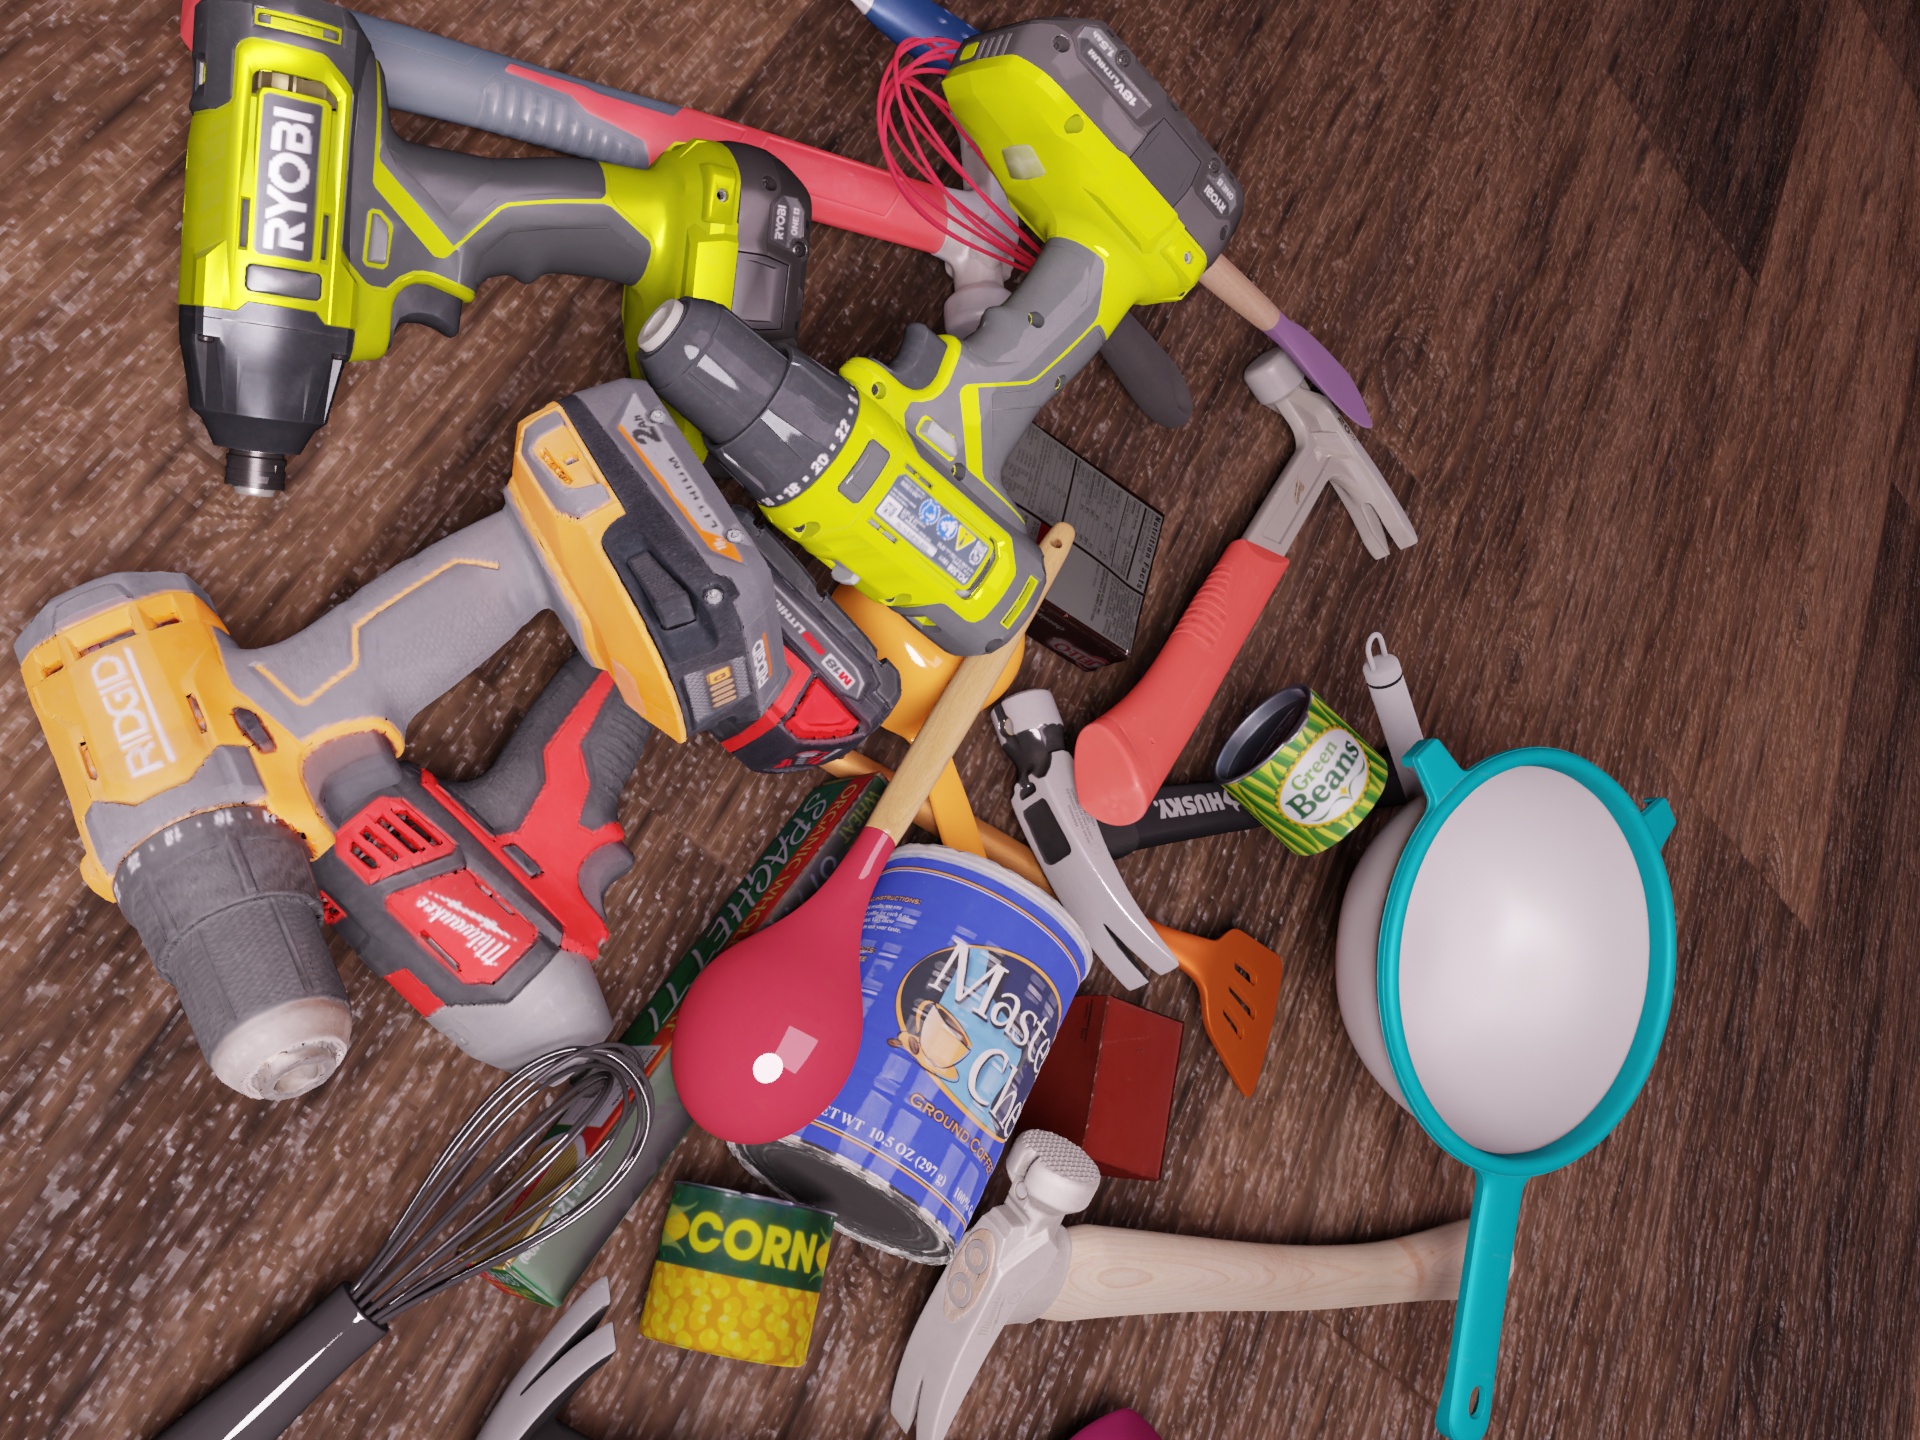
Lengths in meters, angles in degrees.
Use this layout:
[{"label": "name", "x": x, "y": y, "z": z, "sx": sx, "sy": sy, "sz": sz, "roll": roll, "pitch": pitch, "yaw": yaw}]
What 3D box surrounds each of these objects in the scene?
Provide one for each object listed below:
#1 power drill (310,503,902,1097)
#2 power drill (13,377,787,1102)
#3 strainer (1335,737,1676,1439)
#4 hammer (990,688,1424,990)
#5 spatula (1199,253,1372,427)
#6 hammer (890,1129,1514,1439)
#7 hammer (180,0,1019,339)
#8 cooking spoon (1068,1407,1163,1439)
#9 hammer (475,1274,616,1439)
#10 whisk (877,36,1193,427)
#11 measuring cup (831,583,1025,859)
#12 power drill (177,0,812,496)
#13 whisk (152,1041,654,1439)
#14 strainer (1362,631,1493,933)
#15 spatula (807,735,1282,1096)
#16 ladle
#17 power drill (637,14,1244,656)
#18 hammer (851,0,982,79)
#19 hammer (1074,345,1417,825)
[{"label": "power drill", "x": -0.131, "y": 0.031, "z": 0.616, "sx": 0.143, "sy": 0.078, "sz": 0.220, "roll": 48, "pitch": 60, "yaw": -9}, {"label": "power drill", "x": -0.170, "y": 0.000, "z": 0.518, "sx": 0.226, "sy": 0.084, "sz": 0.185, "roll": -27, "pitch": 63, "yaw": -15}, {"label": "strainer", "x": 0.253, "y": 0.181, "z": 0.814, "sx": 0.210, "sy": 0.095, "sz": 0.340, "roll": 12, "pitch": 85, "yaw": -30}, {"label": "hammer", "x": 0.164, "y": 0.047, "z": 0.848, "sx": 0.334, "sy": 0.035, "sz": 0.146, "roll": -4, "pitch": 66, "yaw": -42}, {"label": "spatula", "x": 0.155, "y": -0.226, "z": 0.860, "sx": 0.315, "sy": 0.018, "sz": 0.060, "roll": 19, "pitch": 47, "yaw": -50}, {"label": "hammer", "x": 0.147, "y": 0.280, "z": 0.781, "sx": 0.410, "sy": 0.038, "sz": 0.146, "roll": 16, "pitch": 104, "yaw": -40}, {"label": "hammer", "x": -0.134, "y": -0.273, "z": 0.709, "sx": 0.386, "sy": 0.038, "sz": 0.143, "roll": 4, "pitch": 77, "yaw": -37}, {"label": "cooking spoon", "x": -0.007, "y": 0.424, "z": 0.648, "sx": 0.068, "sy": 0.017, "sz": 0.319, "roll": 50, "pitch": 60, "yaw": -12}, {"label": "hammer", "x": -0.023, "y": 0.306, "z": 0.612, "sx": 0.336, "sy": 0.034, "sz": 0.127, "roll": 25, "pitch": 104, "yaw": -27}, {"label": "whisk", "x": 0.050, "y": -0.225, "z": 0.782, "sx": 0.295, "sy": 0.073, "sz": 0.073, "roll": 35, "pitch": 59, "yaw": -51}, {"label": "measuring cup", "x": -0.001, "y": -0.002, "z": 0.722, "sx": 0.095, "sy": 0.052, "sz": 0.174, "roll": -5, "pitch": 72, "yaw": -38}, {"label": "power drill", "x": -0.179, "y": -0.165, "z": 0.615, "sx": 0.223, "sy": 0.080, "sz": 0.171, "roll": 2, "pitch": 101, "yaw": -34}, {"label": "whisk", "x": -0.197, "y": 0.195, "z": 0.526, "sx": 0.239, "sy": 0.055, "sz": 0.055, "roll": -41, "pitch": 106, "yaw": -16}, {"label": "strainer", "x": 0.261, "y": 0.056, "z": 0.881, "sx": 0.087, "sy": 0.050, "sz": 0.258, "roll": -40, "pitch": 123, "yaw": -21}, {"label": "spatula", "x": 0.052, "y": 0.088, "z": 0.782, "sx": 0.322, "sy": 0.041, "sz": 0.081, "roll": 31, "pitch": 62, "yaw": -23}, {"label": "ladle", "x": -0.020, "y": 0.029, "z": 0.657, "sx": 0.069, "sy": 0.031, "sz": 0.315, "roll": 29, "pitch": 60, "yaw": 3}, {"label": "power drill", "x": -0.004, "y": -0.164, "z": 0.641, "sx": 0.190, "sy": 0.080, "sz": 0.228, "roll": 38, "pitch": 82, "yaw": -32}, {"label": "hammer", "x": -0.049, "y": -0.356, "z": 0.757, "sx": 0.405, "sy": 0.035, "sz": 0.144, "roll": 26, "pitch": 56, "yaw": -24}, {"label": "hammer", "x": 0.152, "y": -0.062, "z": 0.845, "sx": 0.149, "sy": 0.037, "sz": 0.359, "roll": 52, "pitch": 45, "yaw": -16}]
